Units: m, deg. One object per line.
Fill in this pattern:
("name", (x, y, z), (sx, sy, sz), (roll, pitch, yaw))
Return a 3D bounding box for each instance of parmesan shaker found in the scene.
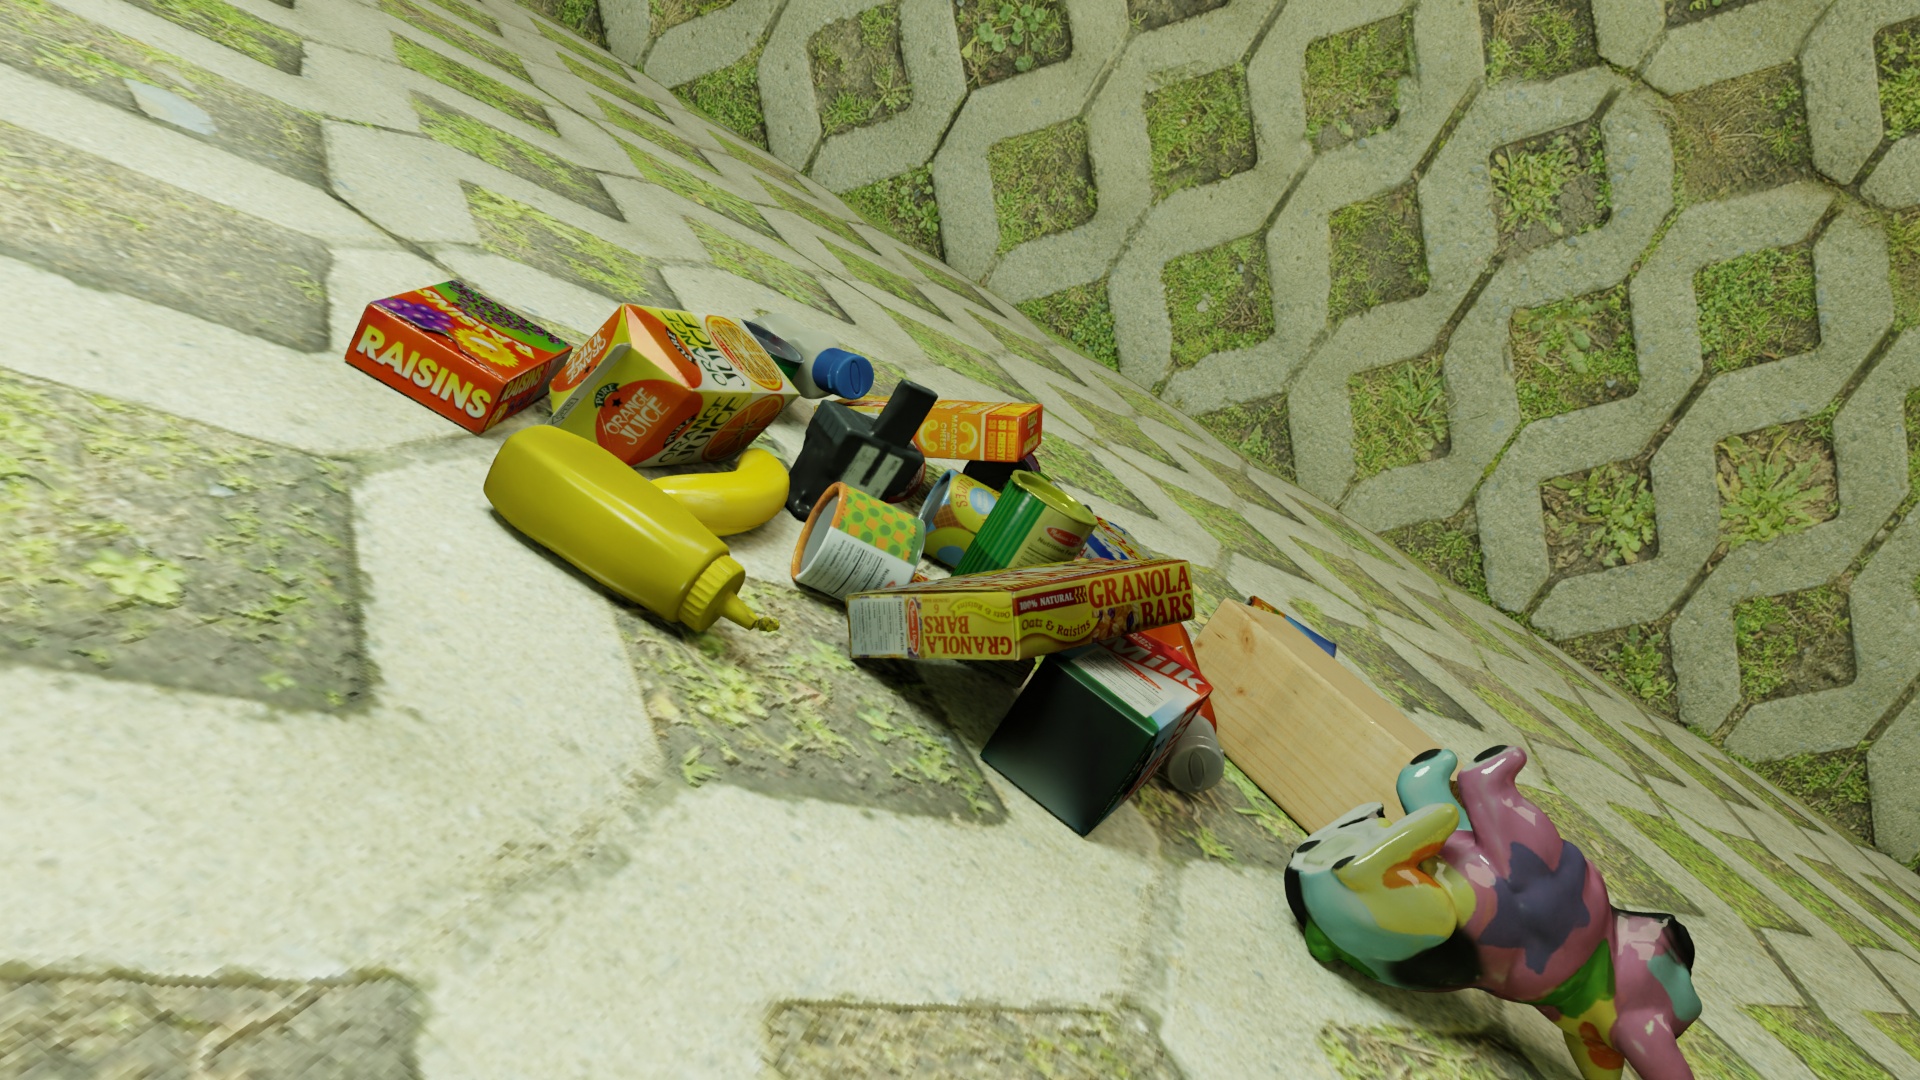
("parmesan shaker", (0.035, 0.012, 0.935), (0.071, 0.103, 0.071), (30, 14, -8))

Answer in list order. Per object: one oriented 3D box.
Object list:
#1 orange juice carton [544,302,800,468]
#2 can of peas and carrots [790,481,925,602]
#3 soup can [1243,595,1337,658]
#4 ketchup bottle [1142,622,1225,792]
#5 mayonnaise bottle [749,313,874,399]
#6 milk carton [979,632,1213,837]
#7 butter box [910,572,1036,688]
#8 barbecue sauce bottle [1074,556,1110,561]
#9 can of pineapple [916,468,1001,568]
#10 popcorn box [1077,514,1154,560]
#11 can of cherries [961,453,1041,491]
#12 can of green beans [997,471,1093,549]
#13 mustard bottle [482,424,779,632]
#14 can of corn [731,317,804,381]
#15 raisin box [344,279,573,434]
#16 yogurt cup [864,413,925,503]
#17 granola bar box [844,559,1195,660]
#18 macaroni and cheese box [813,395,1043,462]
("orange juice carton", (-0.186, -0.097, 0.878), (0.073, 0.071, 0.193), (50, 18, 8))
("can of peas and carrots", (-0.062, 0.004, 0.838), (0.059, 0.070, 0.071), (26, 16, -20))
("soup can", (0.273, 0.097, 1.207), (0.084, 0.071, 0.071), (31, 14, 1))
("ketchup bottle", (0.145, 0.111, 0.927), (0.043, 0.064, 0.149), (-9, 25, 3))
("mayonnaise bottle", (-0.125, -0.147, 1.145), (0.041, 0.064, 0.148), (-21, 27, -31))
("milk carton", (0.090, 0.102, 0.815), (0.073, 0.072, 0.191), (36, 16, 16))
("butter box", (-0.004, 0.053, 0.879), (0.103, 0.024, 0.053), (26, 16, -19))
("barbecue sauce bottle", (0.090, 0.037, 1.080), (0.065, 0.043, 0.149), (35, 15, 16))
("can of pineapple", (0.004, -0.013, 1.019), (0.058, 0.071, 0.071), (28, 15, -12))
("popcorn box", (0.136, 0.020, 1.236), (0.085, 0.038, 0.127), (21, 18, -33))
("can of cherries", (0.036, -0.050, 1.220), (0.071, 0.071, 0.058), (32, 13, 1))
("can of green beans", (0.066, -0.017, 1.162), (0.071, 0.071, 0.058), (21, 17, -36))
("mustard bottle", (-0.158, 0.003, 0.688), (0.160, 0.048, 0.065), (34, 15, 8))
("can of corn", (-0.168, -0.134, 1.092), (0.071, 0.058, 0.071), (30, 15, -8))
("raisin box", (-0.288, -0.110, 0.812), (0.086, 0.040, 0.124), (31, 15, -7))
("yogurt cup", (-0.061, -0.058, 1.052), (0.072, 0.072, 0.054), (37, 7, 21))
("granola bar box", (0.036, 0.037, 0.791), (0.124, 0.039, 0.166), (-3, 3, 42))
("macaroni and cheese box", (-0.023, -0.093, 1.142), (0.166, 0.040, 0.124), (4, 11, 11))
